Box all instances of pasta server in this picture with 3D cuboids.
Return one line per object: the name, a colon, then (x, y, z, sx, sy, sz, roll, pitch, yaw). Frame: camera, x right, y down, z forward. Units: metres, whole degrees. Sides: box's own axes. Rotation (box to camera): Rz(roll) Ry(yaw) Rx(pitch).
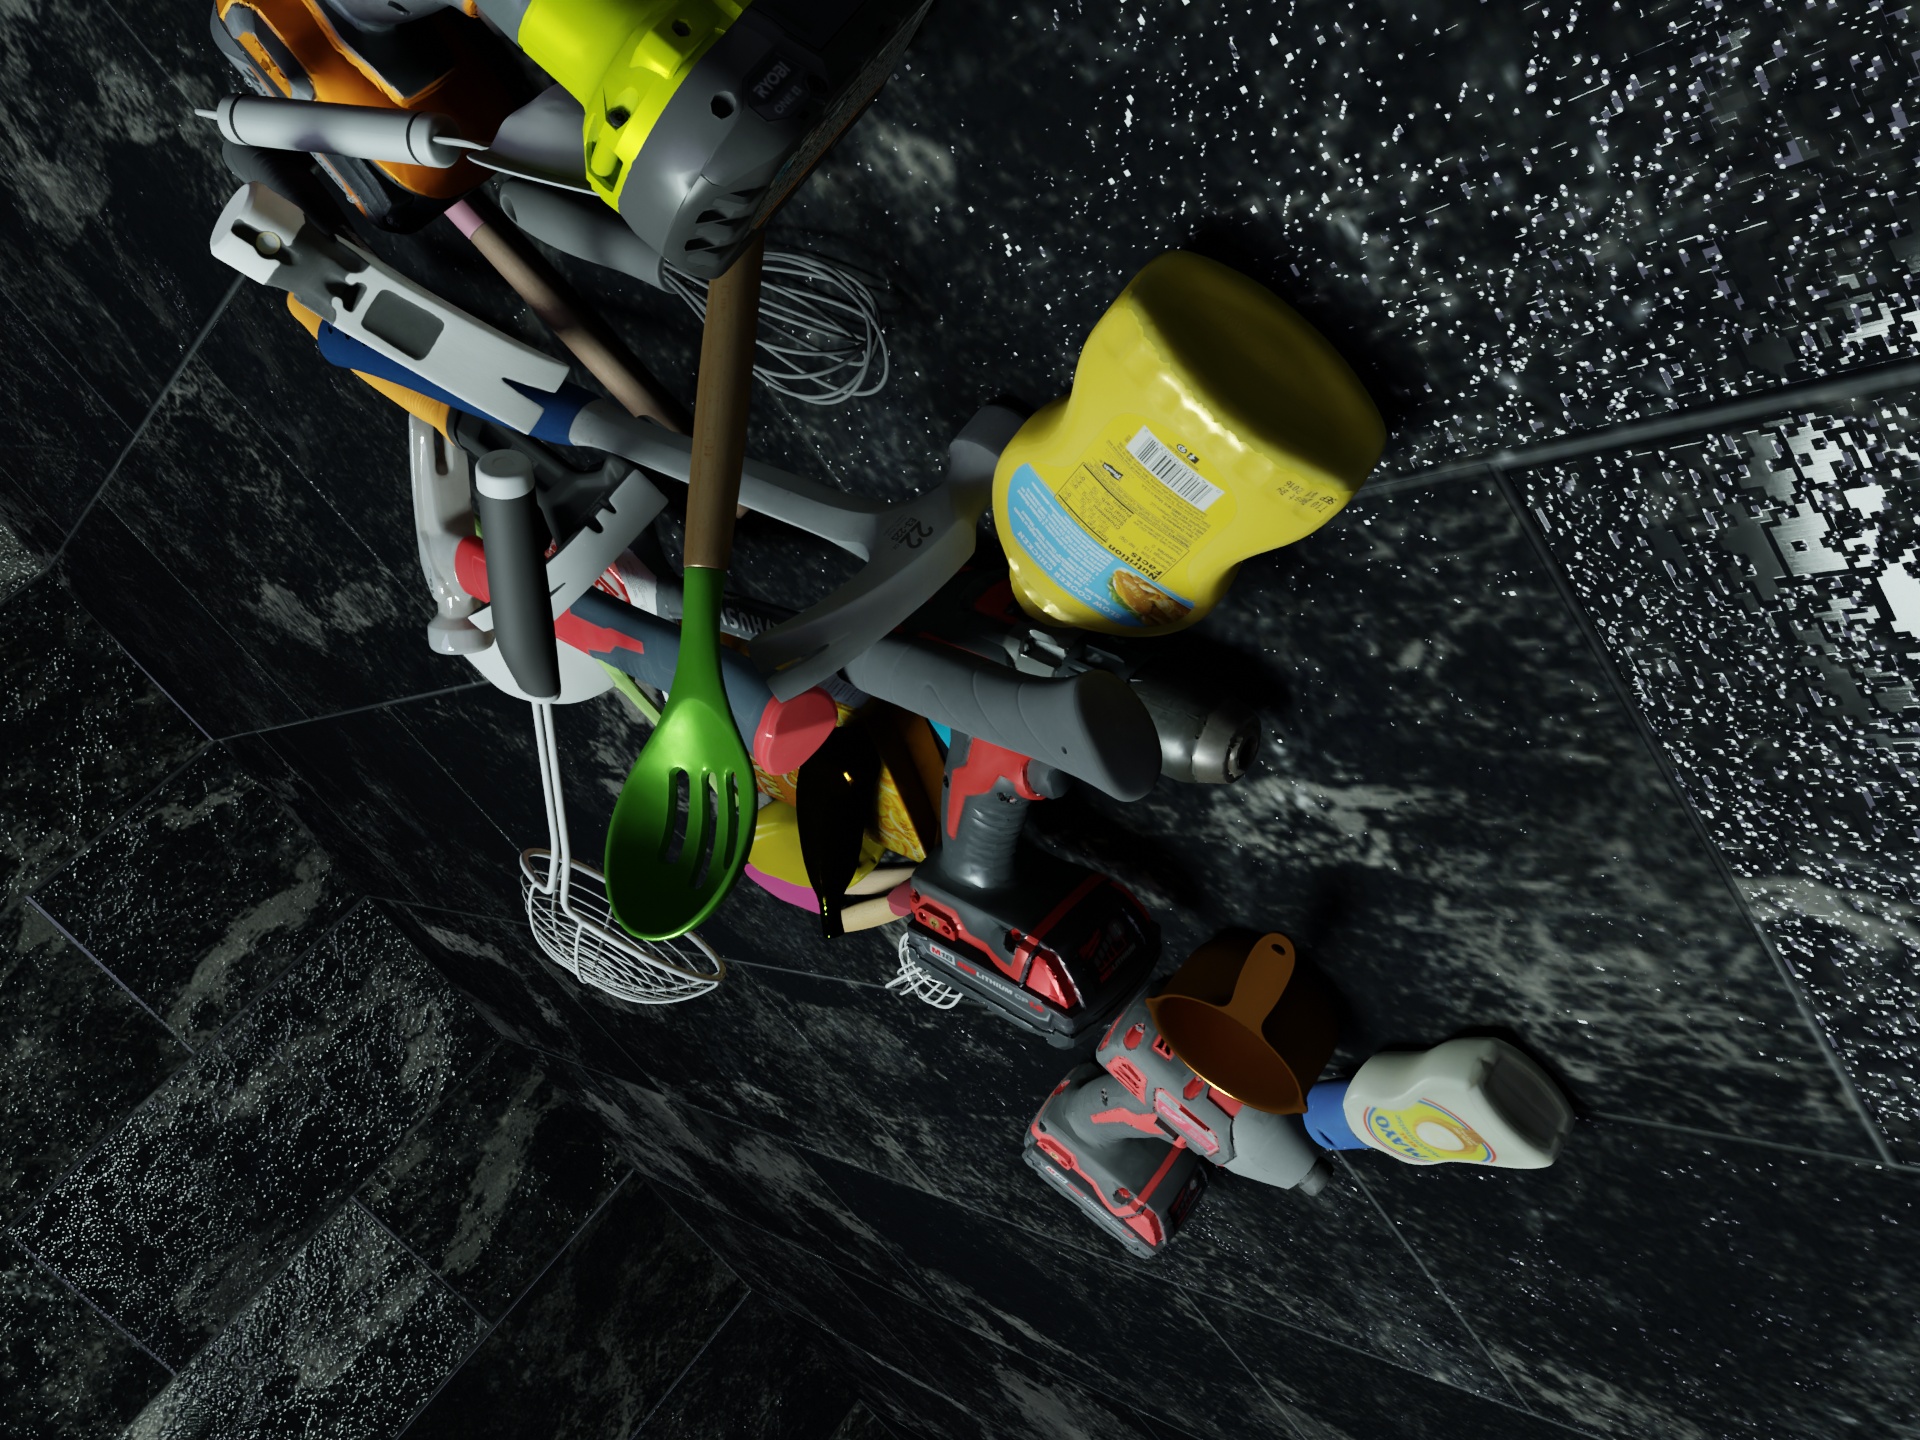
pasta server: (-0.219, -0.213, 0.774, 0.316, 0.040, 0.060, 46, 160, -11)

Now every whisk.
whisk: (-0.119, -0.189, 0.671, 0.239, 0.055, 0.055, 31, 152, 31)
whisk: (0.013, 0.131, 0.966, 0.058, 0.059, 0.246, 65, 151, 11)

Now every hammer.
hammer: (-0.186, -0.065, 0.800, 0.387, 0.038, 0.143, 22, 119, 47)
hammer: (-0.162, -0.127, 0.706, 0.406, 0.144, 0.035, 24, 154, 33)
hammer: (-0.057, -0.028, 0.702, 0.409, 0.036, 0.149, 20, 130, 52)
hammer: (-0.275, -0.161, 0.829, 0.337, 0.127, 0.034, 37, 173, 36)
hammer: (-0.290, -0.225, 0.739, 0.146, 0.035, 0.335, 29, -171, -41)

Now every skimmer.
skimmer: (-0.175, 0.014, 0.772, 0.127, 0.090, 0.363, 33, 140, 26)

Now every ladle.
ladle: (-0.043, 0.118, 0.994, 0.069, 0.031, 0.315, 3, 169, -18)

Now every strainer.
strainer: (-0.248, -0.020, 1.016, 0.256, 0.069, 0.151, 45, 169, 6)
strainer: (-0.184, -0.210, 0.572, 0.258, 0.087, 0.050, 14, 109, 23)

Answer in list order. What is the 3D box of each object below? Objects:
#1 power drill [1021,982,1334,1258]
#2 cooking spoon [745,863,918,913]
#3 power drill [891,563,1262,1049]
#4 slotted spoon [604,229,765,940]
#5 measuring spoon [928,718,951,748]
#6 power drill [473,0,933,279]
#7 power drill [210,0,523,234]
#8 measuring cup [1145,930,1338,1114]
power drill: (0.127, 0.245, 0.949, 0.143, 0.078, 0.219, 38, 150, 7)
cooking spoon: (-0.066, 0.108, 1.064, 0.068, 0.017, 0.319, 39, 156, -21)
power drill: (0.047, 0.043, 0.728, 0.188, 0.080, 0.226, 24, 136, 32)
slotted spoon: (-0.087, -0.079, 0.568, 0.070, 0.314, 0.031, 2, 176, 36)
measuring spoon: (-0.001, -0.003, 0.823, 0.042, 0.021, 0.128, -15, 110, 53)
power drill: (-0.118, -0.252, 0.455, 0.223, 0.171, 0.080, 38, 155, -10)
power drill: (-0.188, -0.270, 0.604, 0.164, 0.084, 0.226, 50, 149, -20)
measuring cup: (0.149, 0.127, 0.767, 0.095, 0.052, 0.173, 33, 150, 18)
